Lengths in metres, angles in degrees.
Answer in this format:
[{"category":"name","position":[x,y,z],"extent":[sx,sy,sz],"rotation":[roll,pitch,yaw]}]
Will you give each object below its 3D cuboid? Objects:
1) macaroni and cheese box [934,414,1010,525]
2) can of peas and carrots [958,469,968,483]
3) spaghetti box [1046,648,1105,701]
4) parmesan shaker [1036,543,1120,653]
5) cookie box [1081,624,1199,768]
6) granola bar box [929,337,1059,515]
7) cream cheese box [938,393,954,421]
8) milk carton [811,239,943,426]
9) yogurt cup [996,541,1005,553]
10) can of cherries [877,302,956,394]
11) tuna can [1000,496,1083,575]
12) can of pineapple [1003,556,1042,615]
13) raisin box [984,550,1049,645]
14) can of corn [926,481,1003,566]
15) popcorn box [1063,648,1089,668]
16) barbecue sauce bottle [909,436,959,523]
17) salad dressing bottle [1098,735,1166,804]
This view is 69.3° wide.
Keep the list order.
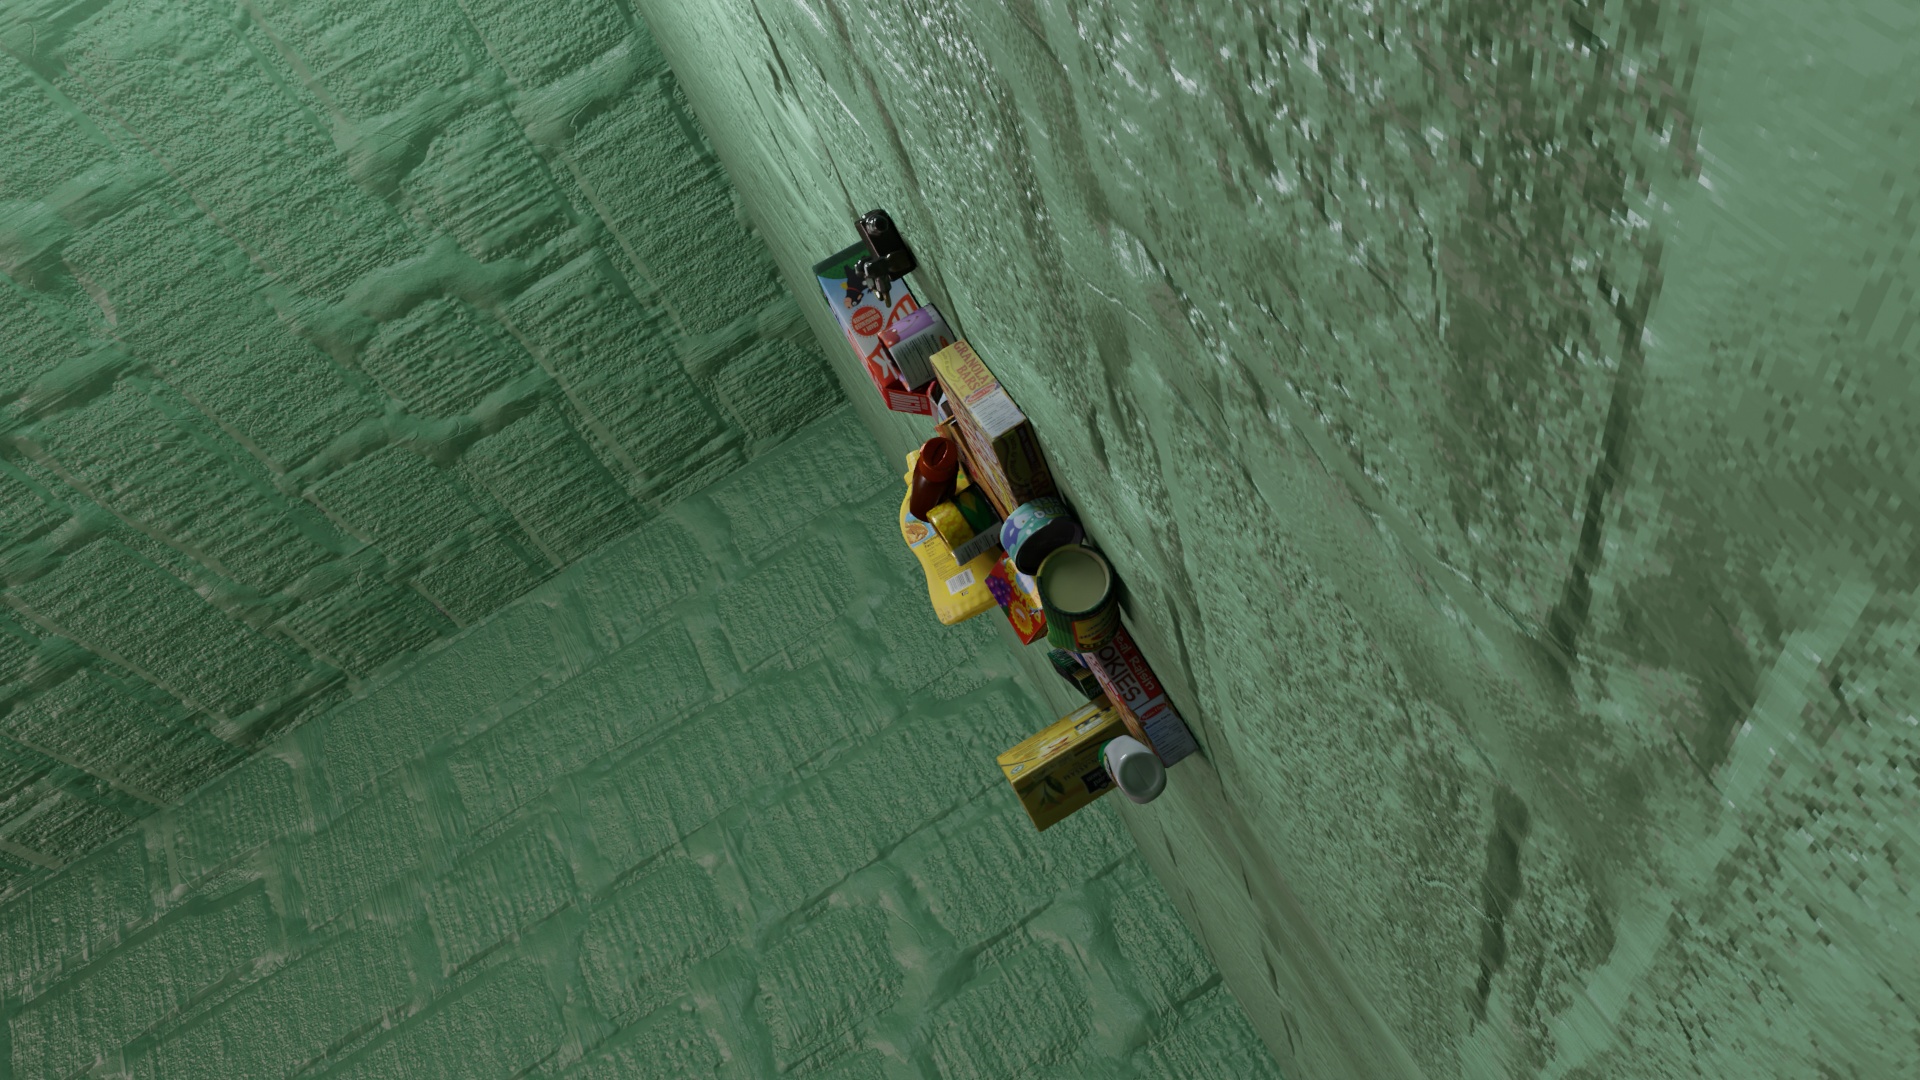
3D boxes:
[{"category":"macaroni and cheese box","position":[0.028,-0.074,1.413],"extent":[0.123,0.040,0.166],"rotation":[59,176,-7]},{"category":"can of peas and carrots","position":[0.018,-0.055,1.585],"extent":[0.071,0.059,0.071],"rotation":[59,176,6]},{"category":"spaghetti box","position":[0.143,0.144,1.598],"extent":[0.028,0.050,0.250],"rotation":[61,177,-4]},{"category":"parmesan shaker","position":[0.101,0.053,1.197],"extent":[0.071,0.071,0.102],"rotation":[58,176,23]},{"category":"cookie box","position":[0.162,0.141,1.344],"extent":[0.167,0.040,0.122],"rotation":[58,177,10]},{"category":"granola bar box","position":[0.036,-0.082,1.226],"extent":[0.124,0.039,0.165],"rotation":[57,176,39]},{"category":"cream cheese box","position":[0.001,-0.123,1.530],"extent":[0.103,0.024,0.053],"rotation":[60,175,-30]},{"category":"milk carton","position":[-0.069,-0.202,1.394],"extent":[0.191,0.073,0.072],"rotation":[60,175,11]},{"category":"yogurt cup","position":[0.060,0.013,1.546],"extent":[0.072,0.072,0.054],"rotation":[-153,41,-84]},{"category":"can of cherries","position":[-0.038,-0.179,1.294],"extent":[0.071,0.058,0.071],"rotation":[58,176,6]},{"category":"tuna can","position":[0.070,-0.006,1.193],"extent":[0.033,0.071,0.070],"rotation":[58,177,36]},{"category":"can of pineapple","position":[0.080,0.028,1.303],"extent":[0.058,0.071,0.071],"rotation":[59,177,2]},{"category":"raisin box","position":[0.076,0.043,1.408],"extent":[0.086,0.040,0.122],"rotation":[57,153,14]},{"category":"can of corn","position":[0.005,-0.018,1.404],"extent":[0.071,0.058,0.071],"rotation":[57,176,7]},{"category":"popcorn box","position":[0.120,0.086,1.514],"extent":[0.085,0.038,0.127],"rotation":[60,177,-6]},{"category":"barbecue sauce bottle","position":[-0.025,-0.066,1.416],"extent":[0.044,0.065,0.148],"rotation":[27,165,4]},{"category":"salad dressing bottle","position":[0.159,0.213,1.319],"extent":[0.064,0.044,0.147],"rotation":[56,177,1]}]
